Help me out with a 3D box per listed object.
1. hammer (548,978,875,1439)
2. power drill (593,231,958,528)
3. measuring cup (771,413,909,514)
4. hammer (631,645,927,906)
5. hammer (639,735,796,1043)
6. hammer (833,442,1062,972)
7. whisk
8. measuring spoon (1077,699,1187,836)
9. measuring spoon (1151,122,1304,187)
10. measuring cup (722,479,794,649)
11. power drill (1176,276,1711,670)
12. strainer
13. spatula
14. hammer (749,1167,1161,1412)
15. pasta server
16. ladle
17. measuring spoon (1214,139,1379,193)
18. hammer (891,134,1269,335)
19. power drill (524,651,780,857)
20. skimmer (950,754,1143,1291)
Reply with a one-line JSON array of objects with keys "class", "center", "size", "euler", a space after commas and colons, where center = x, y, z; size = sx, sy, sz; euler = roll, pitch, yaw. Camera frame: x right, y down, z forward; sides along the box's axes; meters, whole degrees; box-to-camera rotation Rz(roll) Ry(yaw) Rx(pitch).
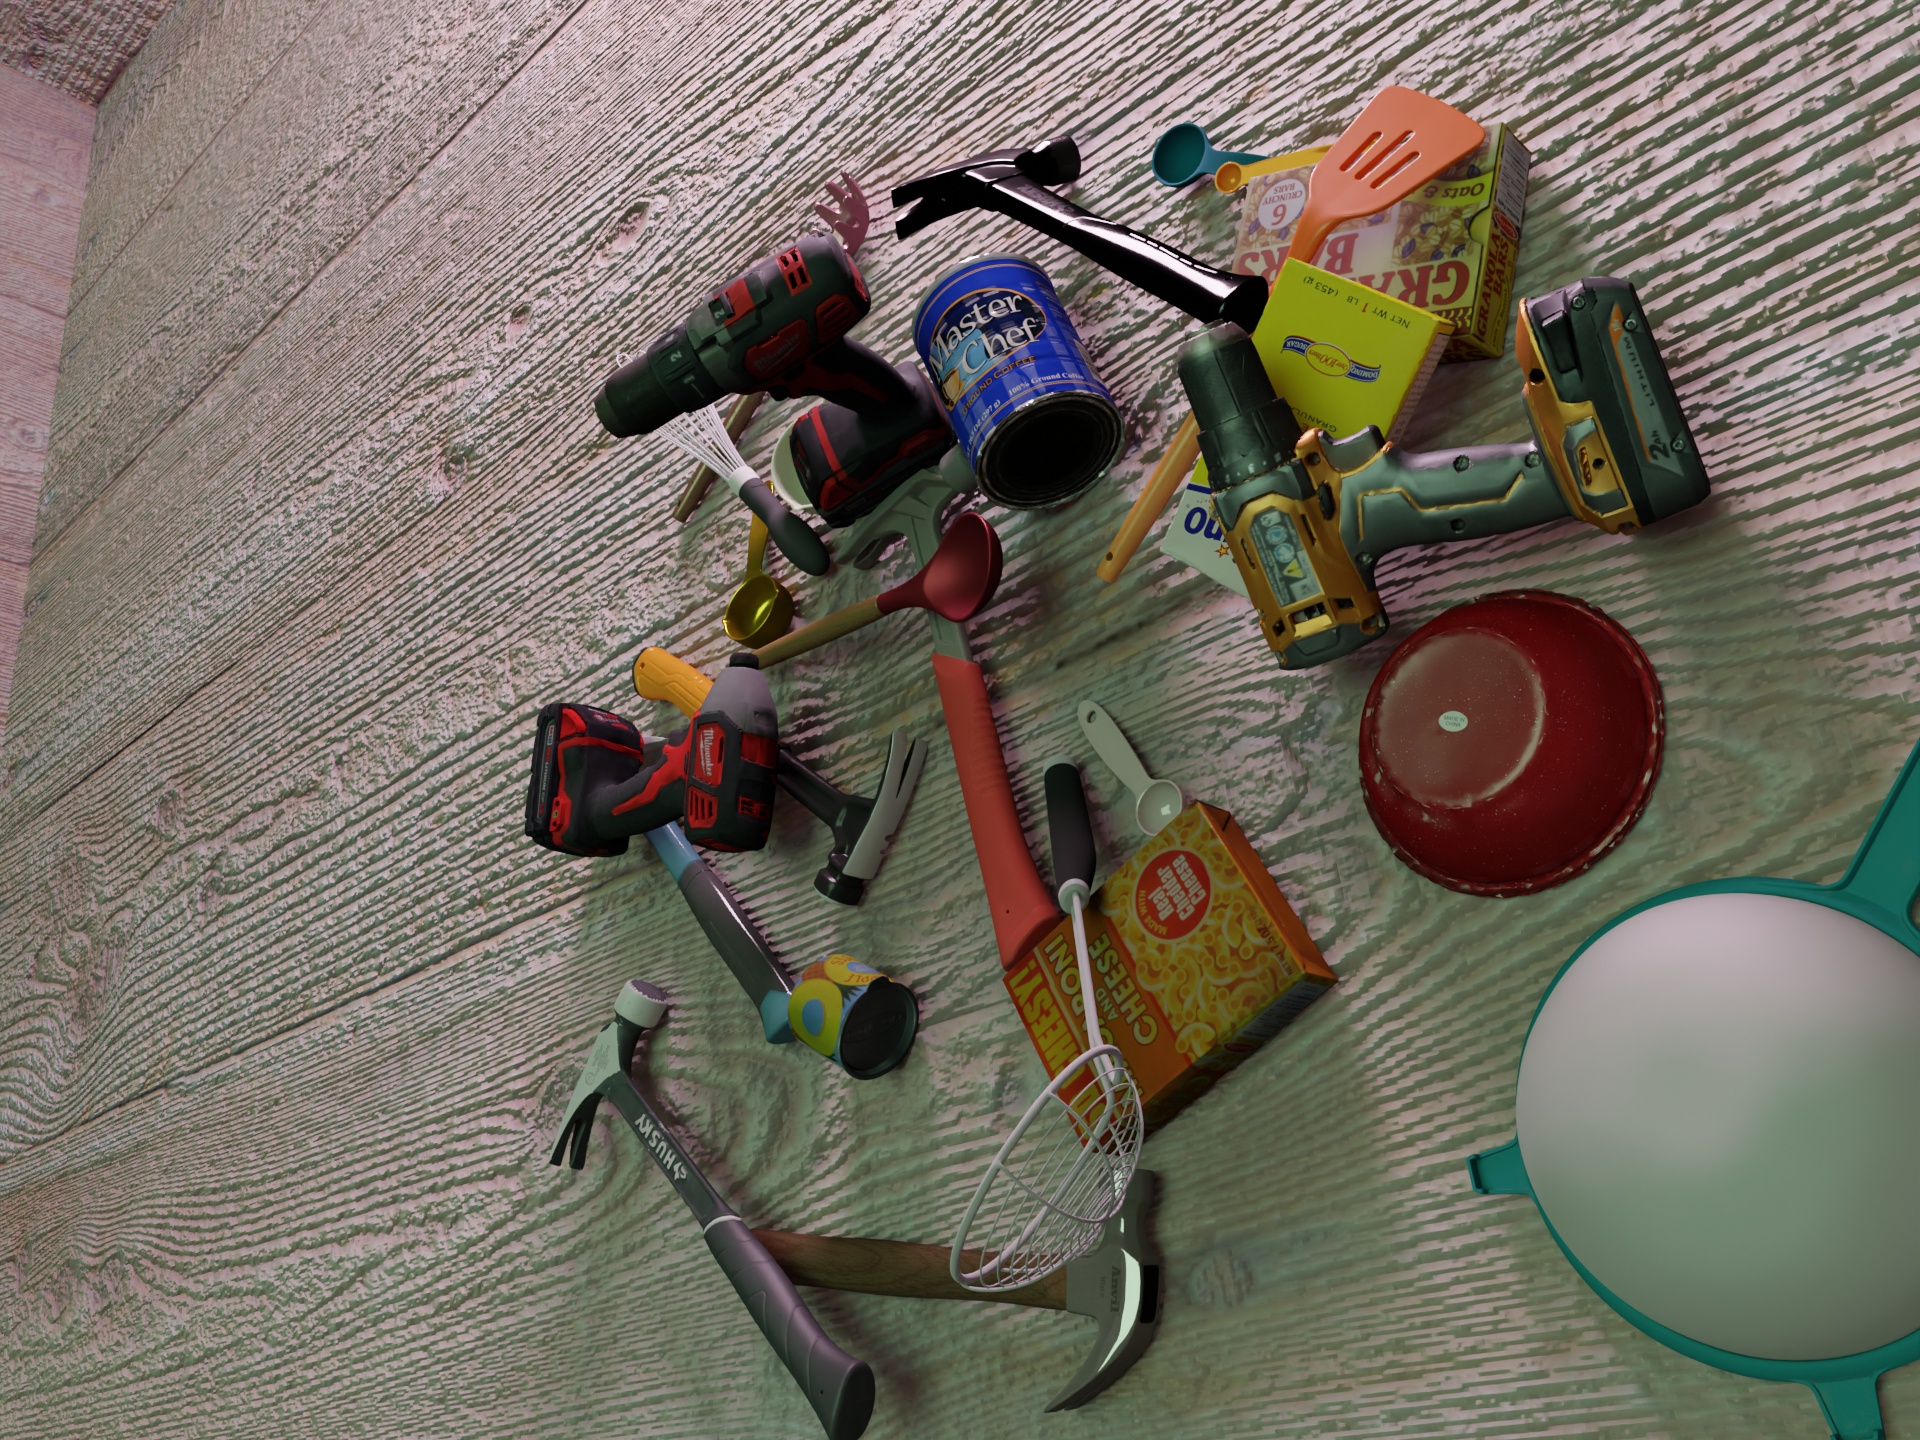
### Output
[{"class": "hammer", "center": [-0.172, 0.334, 1.069], "size": [0.409, 0.036, 0.149], "euler": [33, 95, 50]}, {"class": "power drill", "center": [-0.116, -0.212, 1.061], "size": [0.188, 0.226, 0.080], "euler": [-28, 66, 12]}, {"class": "measuring cup", "center": [-0.064, -0.181, 1.182], "size": [0.168, 0.038, 0.083], "euler": [17, 88, 28]}, {"class": "hammer", "center": [-0.154, 0.009, 1.196], "size": [0.337, 0.034, 0.127], "euler": [32, 100, 44]}, {"class": "hammer", "center": [-0.197, 0.126, 1.200], "size": [0.331, 0.033, 0.128], "euler": [45, 109, 42]}, {"class": "hammer", "center": [-0.002, -0.003, 1.050], "size": [0.149, 0.036, 0.359], "euler": [-37, 55, 39]}, {"class": "whisk", "center": [-0.188, -0.207, 1.256], "size": [0.285, 0.070, 0.070], "euler": [48, 111, 27]}, {"class": "measuring spoon", "center": [0.104, 0.027, 0.965], "size": [0.034, 0.018, 0.124], "euler": [-52, 41, 18]}, {"class": "measuring spoon", "center": [0.179, -0.351, 1.019], "size": [0.129, 0.021, 0.042], "euler": [28, 102, 36]}, {"class": "measuring cup", "center": [-0.152, -0.123, 1.252], "size": [0.062, 0.029, 0.157], "euler": [-23, 50, 34]}, {"class": "power drill", "center": [0.227, -0.144, 0.791], "size": [0.226, 0.084, 0.185], "euler": [-21, 96, 28]}, {"class": "strainer", "center": [0.343, 0.106, 0.651], "size": [0.211, 0.095, 0.340], "euler": [32, 100, 45]}, {"class": "spatula", "center": [0.173, -0.214, 0.917], "size": [0.081, 0.041, 0.322], "euler": [49, 116, 39]}, {"class": "hammer", "center": [-0.020, 0.336, 0.963], "size": [0.331, 0.031, 0.130], "euler": [-13, 67, 41]}, {"class": "pasta server", "center": [-0.160, -0.299, 1.303], "size": [0.316, 0.040, 0.060], "euler": [-56, 35, 16]}, {"class": "ladle", "center": [-0.069, -0.072, 1.099], "size": [0.315, 0.031, 0.069], "euler": [-18, 69, 49]}, {"class": "measuring spoon", "center": [0.212, -0.339, 0.975], "size": [0.117, 0.011, 0.021], "euler": [2, 90, 32]}, {"class": "hammer", "center": [0.078, -0.299, 0.986], "size": [0.335, 0.146, 0.035], "euler": [49, 154, 49]}, {"class": "power drill", "center": [-0.222, 0.030, 1.179], "size": [0.220, 0.078, 0.143], "euler": [-8, 72, 38]}, {"class": "skimmer", "center": [0.037, 0.131, 0.844], "size": [0.364, 0.090, 0.127], "euler": [-92, 11, -54]}]
